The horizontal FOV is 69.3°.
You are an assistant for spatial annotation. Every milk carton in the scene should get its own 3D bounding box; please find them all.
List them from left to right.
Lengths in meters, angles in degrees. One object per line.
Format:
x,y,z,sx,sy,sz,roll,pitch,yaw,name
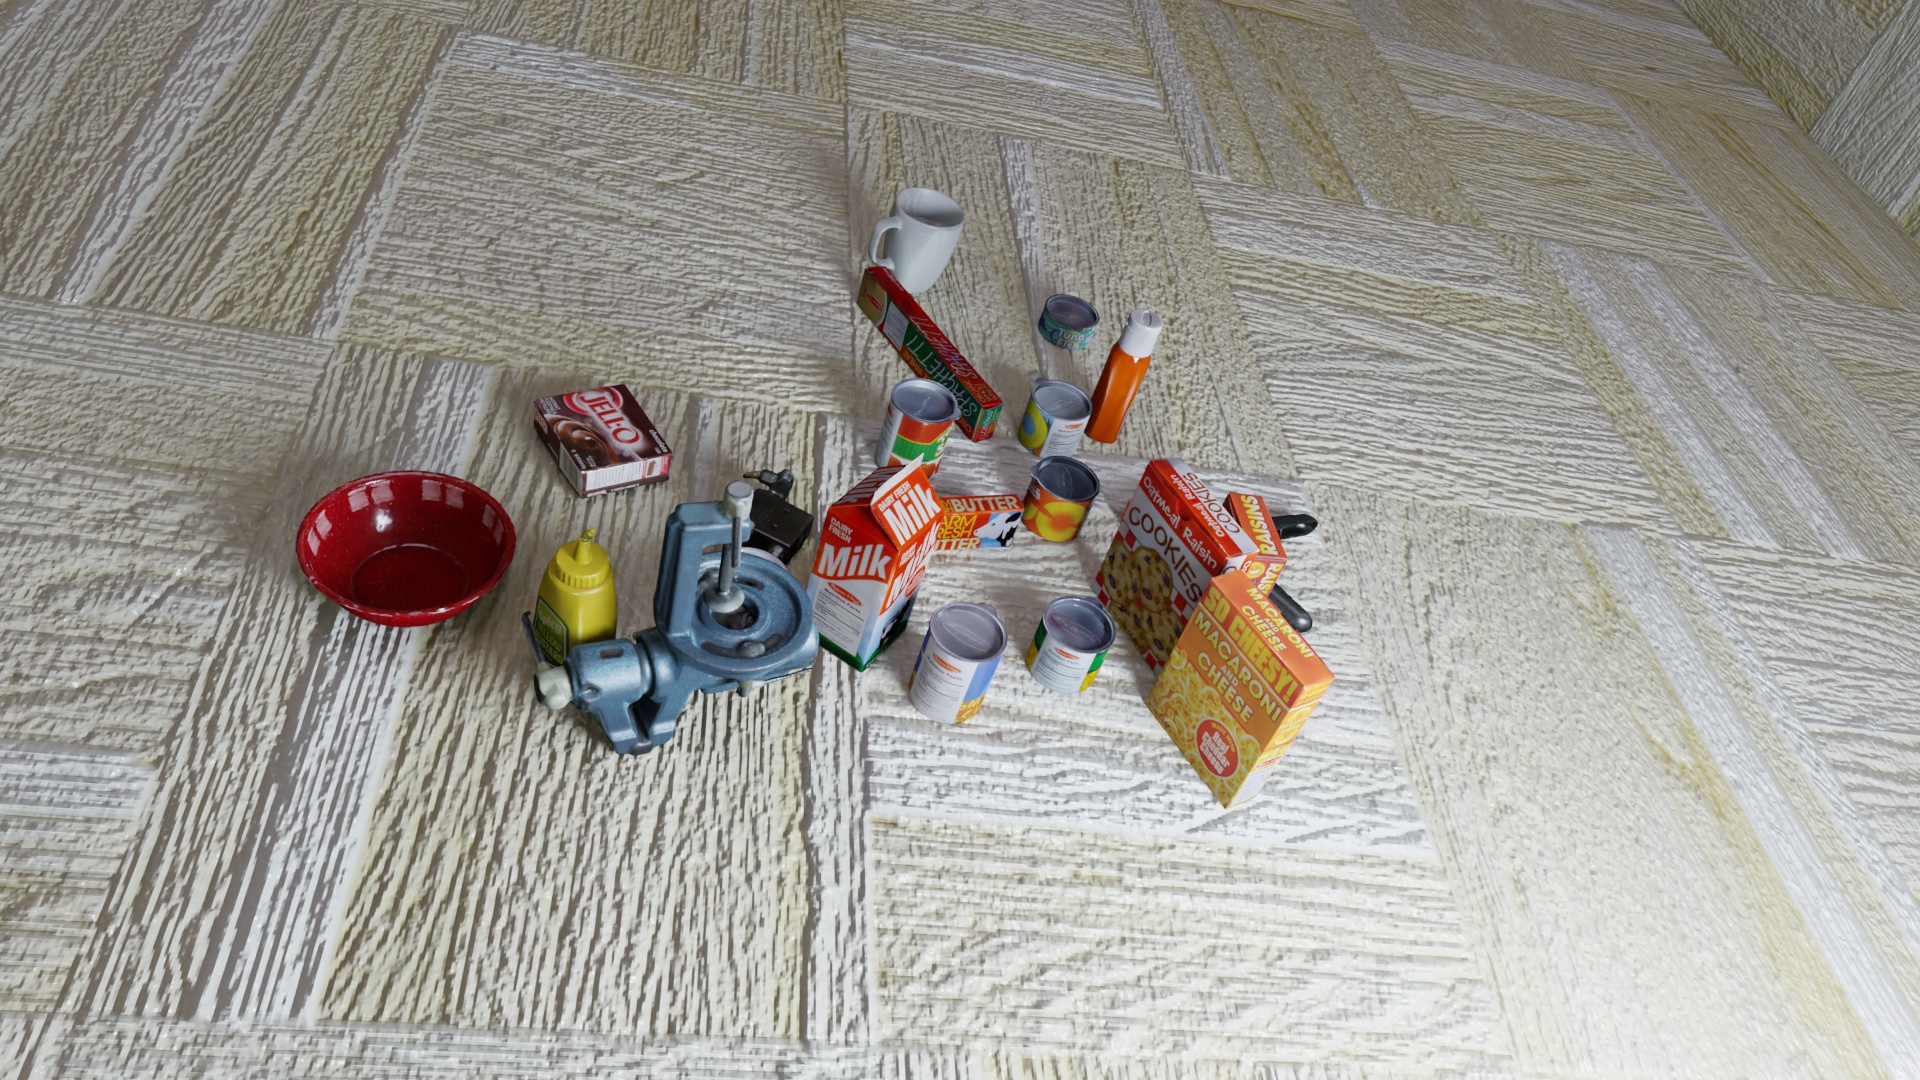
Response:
-0.072,0.012,1.150,0.073,0.189,0.073,32,44,14,milk carton

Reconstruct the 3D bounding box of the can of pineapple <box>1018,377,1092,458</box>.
0.098,-0.127,1.457,0.071,0.057,0.071,10,43,-10,can of pineapple

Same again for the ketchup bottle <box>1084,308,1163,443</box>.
0.171,-0.175,1.467,0.043,0.148,0.065,16,42,-4,ketchup bottle

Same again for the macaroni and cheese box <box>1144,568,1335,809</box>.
0.229,0.125,1.161,0.040,0.165,0.124,-14,52,-31,macaroni and cheese box

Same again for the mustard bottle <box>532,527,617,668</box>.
-0.292,0.046,1.057,0.065,0.159,0.049,41,46,22,mustard bottle

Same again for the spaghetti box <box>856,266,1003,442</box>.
-0.036,-0.203,1.493,0.029,0.049,0.251,-16,52,-32,spaghetti box

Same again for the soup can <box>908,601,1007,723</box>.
-0.002,0.101,1.162,0.071,0.083,0.072,10,43,-10,soup can

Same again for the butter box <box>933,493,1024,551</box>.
0.005,-0.016,1.310,0.104,0.052,0.024,-3,47,-23,butter box

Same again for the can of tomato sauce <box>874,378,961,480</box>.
-0.042,-0.106,1.365,0.071,0.082,0.071,10,43,-10,can of tomato sauce

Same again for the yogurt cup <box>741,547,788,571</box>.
-0.181,0.047,1.175,0.072,0.053,0.073,10,43,-10,yogurt cup

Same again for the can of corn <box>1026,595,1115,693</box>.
0.098,0.091,1.228,0.071,0.058,0.071,10,43,-10,can of corn

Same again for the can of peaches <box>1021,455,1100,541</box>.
0.095,-0.041,1.366,0.071,0.057,0.071,10,43,-10,can of peaches

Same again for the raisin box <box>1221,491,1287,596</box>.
0.255,0.028,1.303,0.040,0.122,0.086,6,44,-15,raisin box

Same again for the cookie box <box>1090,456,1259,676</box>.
0.188,0.026,1.248,0.040,0.166,0.123,-12,51,-30,cookie box

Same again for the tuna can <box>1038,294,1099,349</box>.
0.126,-0.253,1.617,0.071,0.032,0.071,10,43,-10,tuna can
